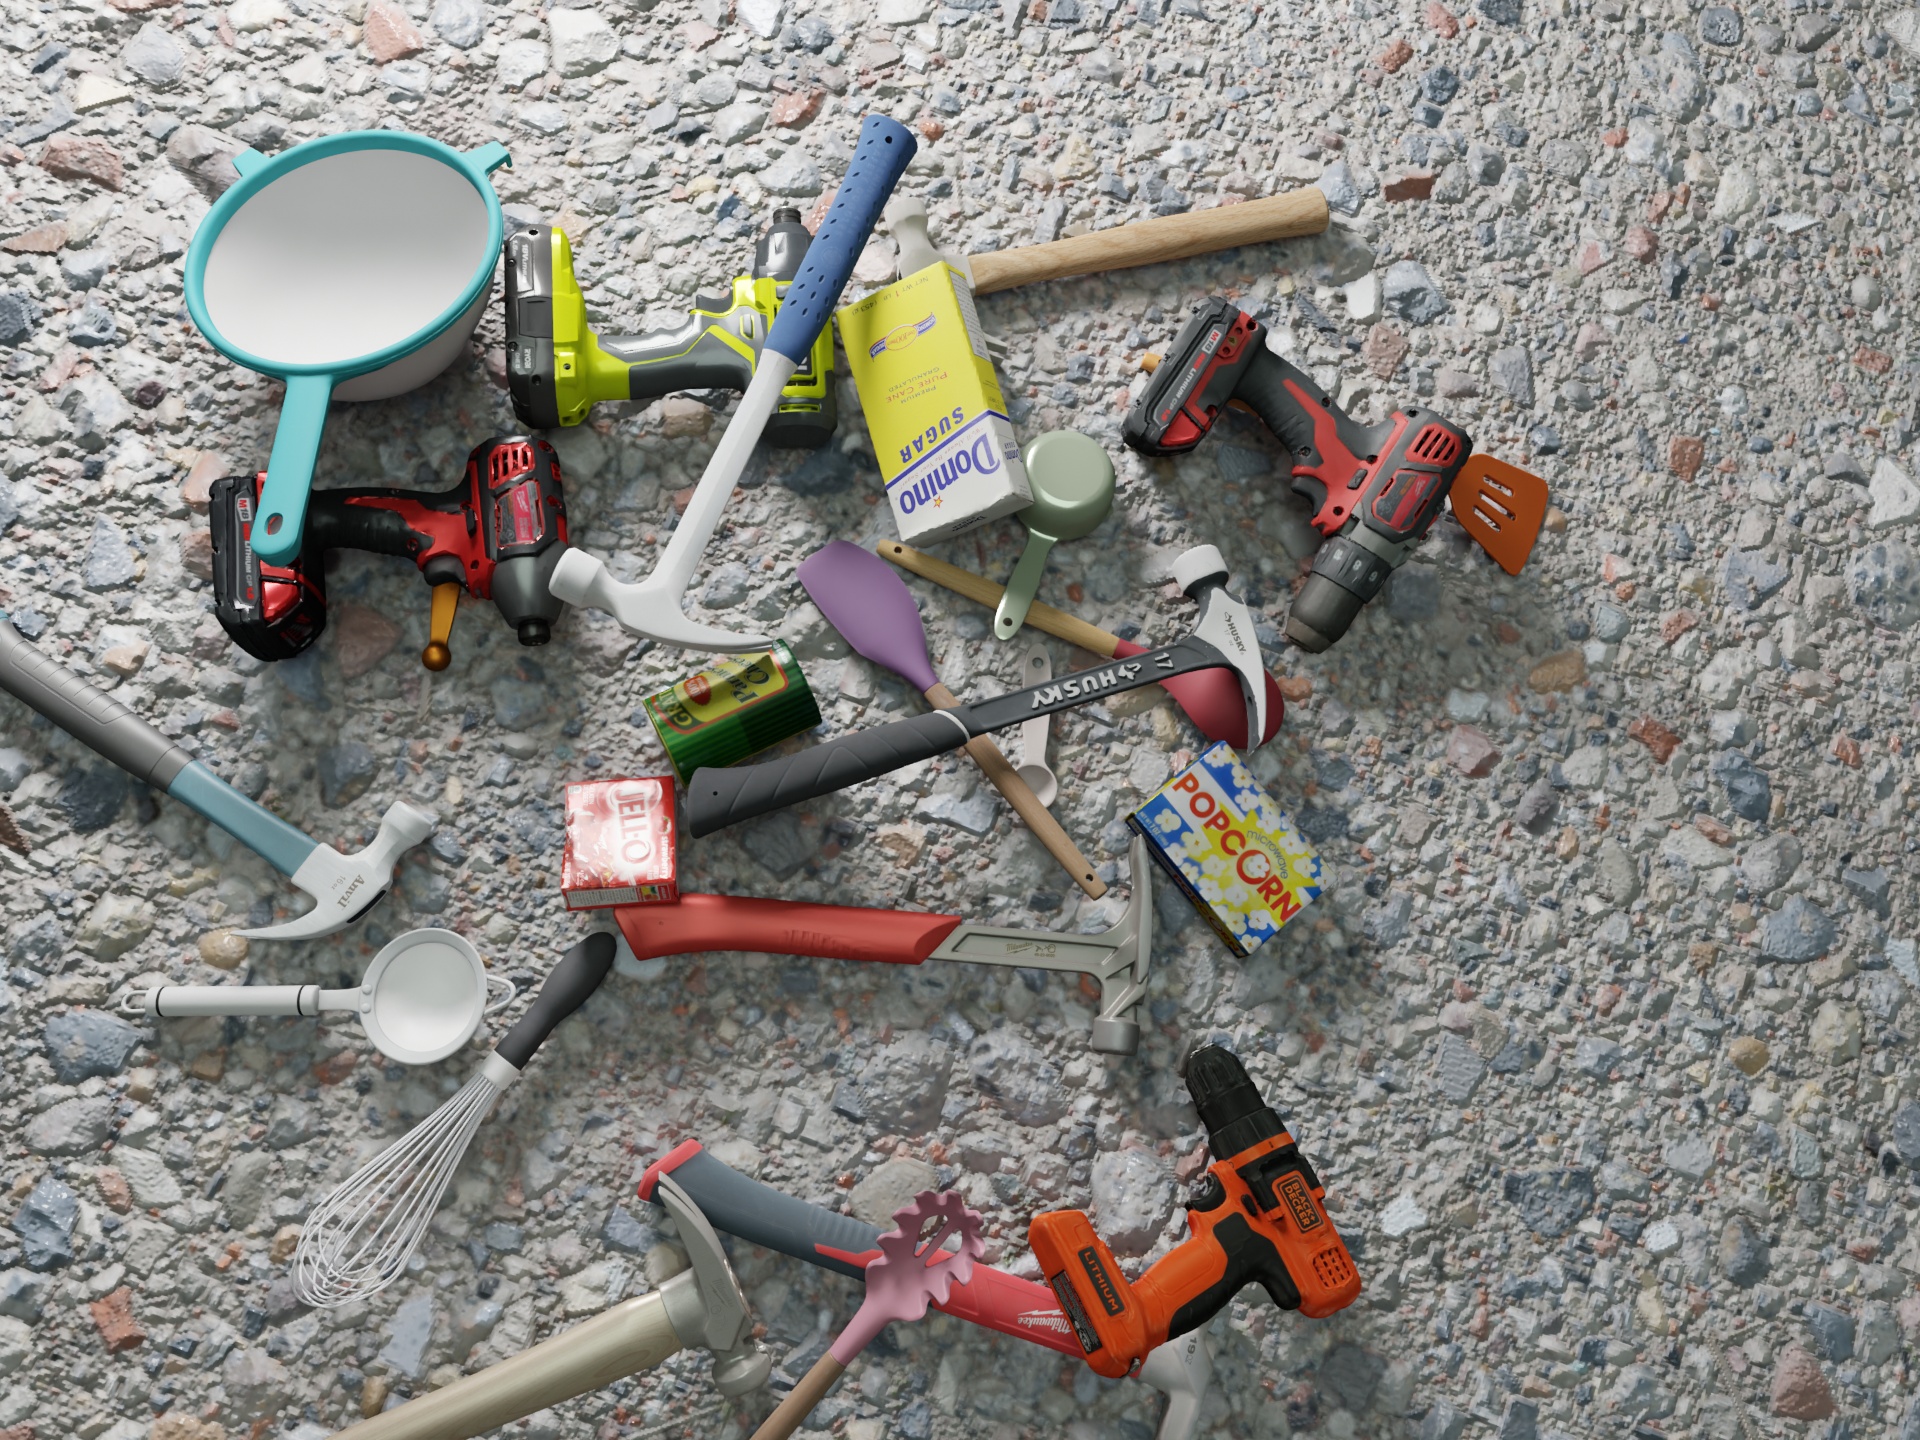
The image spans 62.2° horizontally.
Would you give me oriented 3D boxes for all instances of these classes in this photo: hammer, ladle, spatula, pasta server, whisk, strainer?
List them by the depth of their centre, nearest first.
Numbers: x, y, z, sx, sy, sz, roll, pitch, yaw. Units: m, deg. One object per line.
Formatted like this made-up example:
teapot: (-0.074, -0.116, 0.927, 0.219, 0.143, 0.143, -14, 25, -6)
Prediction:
hammer: (-0.330, 0.422, 0.966, 0.410, 0.038, 0.146, -23, 101, -7)
pasta server: (-0.095, 0.415, 0.980, 0.060, 0.040, 0.316, 41, 89, 13)
whisk: (-0.316, 0.248, 1.010, 0.070, 0.070, 0.285, 37, 73, 2)
strainer: (-0.409, 0.178, 1.021, 0.258, 0.050, 0.087, 0, 73, 0)
hammer: (-0.027, 0.372, 1.023, 0.386, 0.038, 0.143, 20, 79, -2)
hammer: (-0.520, 0.029, 1.043, 0.331, 0.033, 0.128, 34, 76, 2)
strainer: (-0.404, -0.234, 1.053, 0.211, 0.095, 0.341, 0, 65, 4)
hammer: (0.015, 0.004, 1.064, 0.409, 0.036, 0.149, -17, 71, -11)
hammer: (-0.049, 0.135, 1.069, 0.359, 0.036, 0.149, 6, 78, -5)
hammer: (-0.121, -0.231, 1.071, 0.144, 0.035, 0.406, 26, 75, -7)
spatula: (-0.002, -0.003, 1.093, 0.060, 0.018, 0.316, -35, 76, -14)
ladle: (0.086, -0.063, 1.128, 0.315, 0.031, 0.069, 23, 72, 1)
spatula: (0.284, -0.205, 1.179, 0.322, 0.041, 0.081, 22, 78, 3)
hammer: (0.117, -0.350, 1.185, 0.331, 0.031, 0.130, -13, 80, -9)

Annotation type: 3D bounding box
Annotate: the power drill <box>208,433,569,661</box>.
power drill: (-0.371, -0.107, 1.057, 0.219, 0.078, 0.143, -8, 76, -8)

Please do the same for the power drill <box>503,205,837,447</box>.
power drill: (-0.201, -0.280, 1.118, 0.223, 0.080, 0.171, -2, 80, -10)

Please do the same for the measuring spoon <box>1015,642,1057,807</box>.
measuring spoon: (0.052, 0.005, 1.119, 0.034, 0.018, 0.124, 5, 72, -5)

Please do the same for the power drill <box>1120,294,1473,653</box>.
power drill: (0.224, -0.174, 1.130, 0.226, 0.080, 0.188, 32, 96, 0)

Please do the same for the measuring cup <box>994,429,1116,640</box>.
measuring cup: (0.059, -0.133, 1.119, 0.083, 0.038, 0.168, 22, 67, 1)

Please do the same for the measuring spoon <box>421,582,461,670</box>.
measuring spoon: (-0.355, -0.091, 1.094, 0.021, 0.011, 0.117, 5, 78, -5)
